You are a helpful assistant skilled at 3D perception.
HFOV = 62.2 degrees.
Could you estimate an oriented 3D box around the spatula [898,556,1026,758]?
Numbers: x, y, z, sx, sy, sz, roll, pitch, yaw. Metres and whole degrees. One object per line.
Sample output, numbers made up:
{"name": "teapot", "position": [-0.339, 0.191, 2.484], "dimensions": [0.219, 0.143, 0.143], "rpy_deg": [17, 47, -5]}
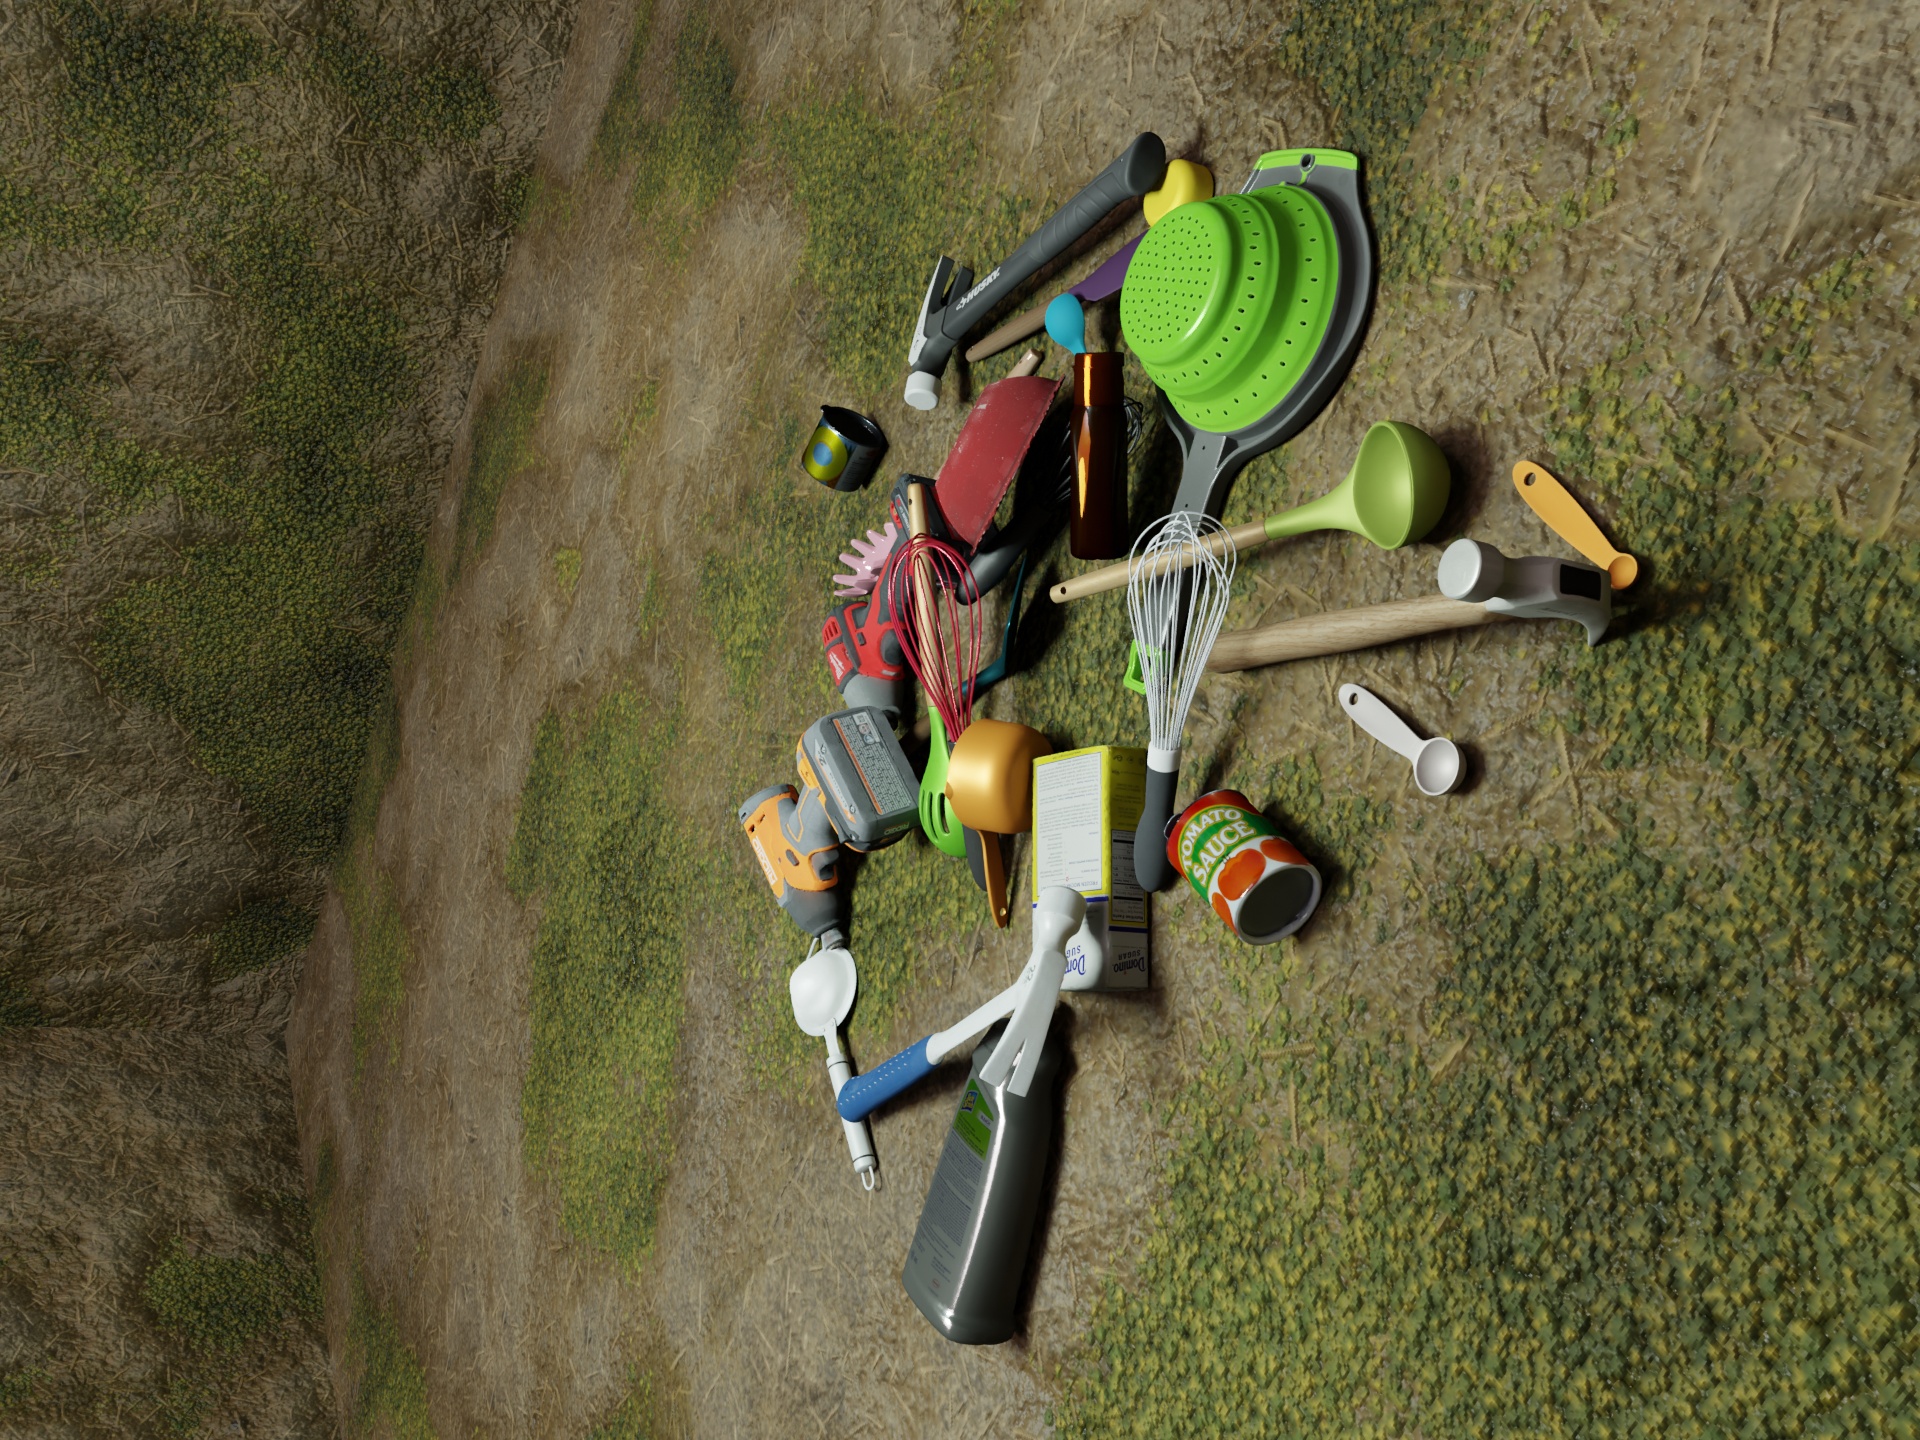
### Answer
{"name": "spatula", "position": [-0.017, -0.020, 1.374], "dimensions": [0.317, 0.044, 0.082], "rpy_deg": [-43, 24, 45]}

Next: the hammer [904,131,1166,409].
{"name": "hammer", "position": [0.057, -0.389, 1.326], "dimensions": [0.335, 0.035, 0.146], "rpy_deg": [-25, 48, 54]}

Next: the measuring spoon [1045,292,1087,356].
{"name": "measuring spoon", "position": [0.092, -0.273, 1.254], "dimensions": [0.042, 0.021, 0.128], "rpy_deg": [-19, 87, 67]}

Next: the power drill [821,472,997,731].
{"name": "power drill", "position": [-0.050, -0.098, 1.420], "dimensions": [0.219, 0.078, 0.143], "rpy_deg": [-57, 40, 36]}

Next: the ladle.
{"name": "ladle", "position": [0.174, -0.120, 1.046], "dimensions": [0.320, 0.062, 0.078], "rpy_deg": [-14, 81, 43]}

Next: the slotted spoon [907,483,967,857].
{"name": "slotted spoon", "position": [-0.024, -0.038, 1.316], "dimensions": [0.070, 0.031, 0.313], "rpy_deg": [3, 100, 54]}

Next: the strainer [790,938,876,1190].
{"name": "strainer", "position": [-0.114, 0.303, 1.446], "dimensions": [0.087, 0.050, 0.259], "rpy_deg": [-39, 53, 27]}

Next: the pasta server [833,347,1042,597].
{"name": "pasta server", "position": [-0.024, -0.219, 1.442], "dimensions": [0.316, 0.040, 0.060], "rpy_deg": [-49, 33, 37]}

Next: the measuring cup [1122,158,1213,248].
{"name": "measuring cup", "position": [0.135, -0.379, 1.246], "dimensions": [0.156, 0.029, 0.062], "rpy_deg": [-33, 55, 46]}

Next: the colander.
{"name": "colander", "position": [0.156, -0.214, 1.114], "dimensions": [0.205, 0.094, 0.397], "rpy_deg": [30, 107, 55]}

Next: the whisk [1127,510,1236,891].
{"name": "whisk", "position": [0.141, -0.005, 1.065], "dimensions": [0.070, 0.070, 0.284], "rpy_deg": [44, 139, 52]}

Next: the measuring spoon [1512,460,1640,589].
{"name": "measuring spoon", "position": [0.342, -0.110, 0.884], "dimensions": [0.021, 0.011, 0.117], "rpy_deg": [-59, 35, 30]}

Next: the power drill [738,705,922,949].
{"name": "power drill", "position": [-0.116, 0.103, 1.442], "dimensions": [0.164, 0.084, 0.226], "rpy_deg": [63, 143, 16]}

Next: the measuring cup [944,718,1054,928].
{"name": "measuring cup", "position": [0.041, 0.085, 1.245], "dimensions": [0.052, 0.095, 0.173], "rpy_deg": [5, 108, 39]}

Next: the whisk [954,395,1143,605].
{"name": "whisk", "position": [0.064, -0.171, 1.267], "dimensions": [0.239, 0.055, 0.055], "rpy_deg": [-48, 45, 35]}

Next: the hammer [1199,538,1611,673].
{"name": "hammer", "position": [0.245, -0.056, 0.941], "dimensions": [0.331, 0.130, 0.031], "rpy_deg": [170, 106, -67]}

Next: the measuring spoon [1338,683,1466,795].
{"name": "measuring spoon", "position": [0.268, 0.008, 0.964], "dimensions": [0.034, 0.018, 0.124], "rpy_deg": [-68, 28, 19]}

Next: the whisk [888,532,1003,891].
{"name": "whisk", "position": [-0.002, -0.004, 1.266], "dimensions": [0.073, 0.073, 0.295], "rpy_deg": [5, 109, 57]}

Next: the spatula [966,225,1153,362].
{"name": "spatula", "position": [0.081, -0.341, 1.301], "dimensions": [0.316, 0.018, 0.060], "rpy_deg": [-9, 51, 63]}

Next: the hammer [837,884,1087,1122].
{"name": "hammer", "position": [-0.017, 0.257, 1.231], "dimensions": [0.405, 0.035, 0.144], "rpy_deg": [-47, 20, 56]}
